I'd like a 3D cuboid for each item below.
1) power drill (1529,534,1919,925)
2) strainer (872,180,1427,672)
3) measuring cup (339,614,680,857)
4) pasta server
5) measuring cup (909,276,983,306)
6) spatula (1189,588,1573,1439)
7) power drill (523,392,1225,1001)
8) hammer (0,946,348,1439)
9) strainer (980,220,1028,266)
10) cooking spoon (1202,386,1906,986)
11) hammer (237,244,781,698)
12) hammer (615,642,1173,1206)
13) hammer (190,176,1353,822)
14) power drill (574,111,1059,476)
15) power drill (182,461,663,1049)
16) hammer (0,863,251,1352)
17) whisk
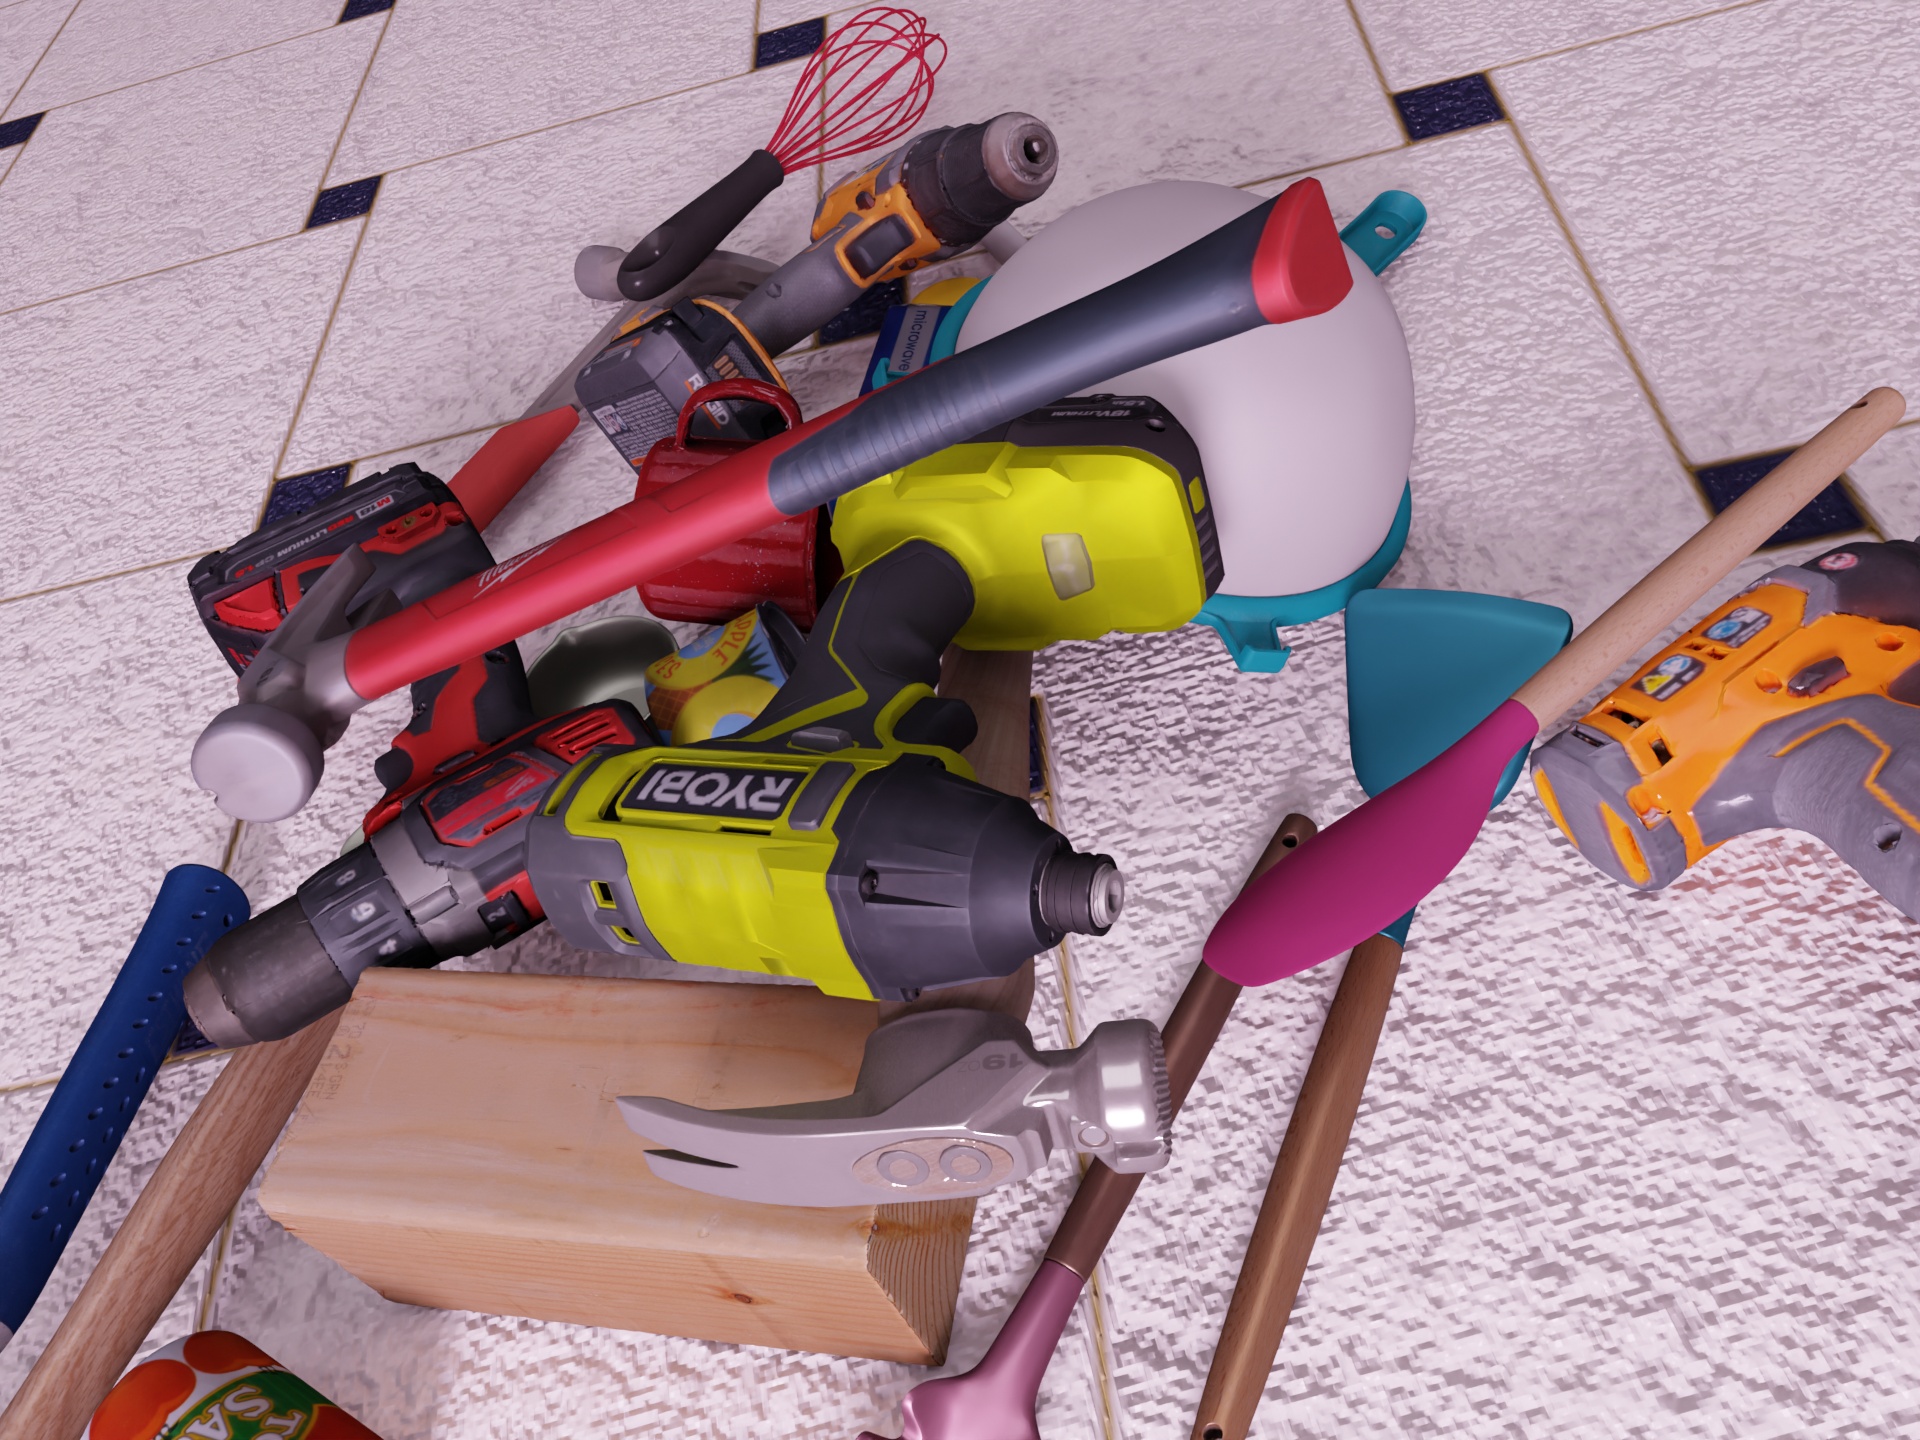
[{"bbox_3d":[0.300,0.015,0.461,0.164,0.084,0.227,-36,27,-5],"label":"power drill"},{"bbox_3d":[0.136,-0.180,0.665,0.211,0.095,0.340,37,52,11],"label":"strainer"},{"bbox_3d":[-0.189,0.019,0.693,0.167,0.038,0.083,-35,49,-9],"label":"measuring cup"},{"bbox_3d":[0.046,0.149,0.505,0.060,0.040,0.316,26,61,17],"label":"pasta server"},{"bbox_3d":[-0.036,-0.173,0.804,0.062,0.029,0.156,31,64,36],"label":"measuring cup"},{"bbox_3d":[0.127,0.089,0.522,0.082,0.044,0.318,9,56,29],"label":"spatula"},{"bbox_3d":[-0.005,-0.011,0.489,0.171,0.080,0.223,2,40,28],"label":"power drill"},{"bbox_3d":[-0.280,0.181,0.553,0.031,0.129,0.332,-1,43,20],"label":"hammer"},{"bbox_3d":[0.046,-0.218,0.809,0.087,0.050,0.259,-8,39,-19],"label":"strainer"},{"bbox_3d":[0.205,-0.017,0.530,0.319,0.017,0.069,-38,19,-11],"label":"cooking spoon"},{"bbox_3d":[-0.235,-0.129,0.832,0.149,0.036,0.359,16,58,29],"label":"hammer"},{"bbox_3d":[-0.001,-0.002,0.573,0.146,0.038,0.411,-7,33,11],"label":"hammer"},{"bbox_3d":[-0.065,-0.082,0.519,0.386,0.038,0.143,-22,30,13],"label":"hammer"},{"bbox_3d":[-0.064,-0.212,0.777,0.226,0.084,0.185,-45,23,-21],"label":"power drill"},{"bbox_3d":[-0.234,0.011,0.632,0.188,0.080,0.227,-31,52,-15],"label":"power drill"},{"bbox_3d":[-0.340,0.212,0.538,0.035,0.143,0.406,-7,43,12],"label":"hammer"},{"bbox_3d":[-0.099,-0.329,0.919,0.073,0.073,0.296,18,55,30],"label":"whisk"}]
